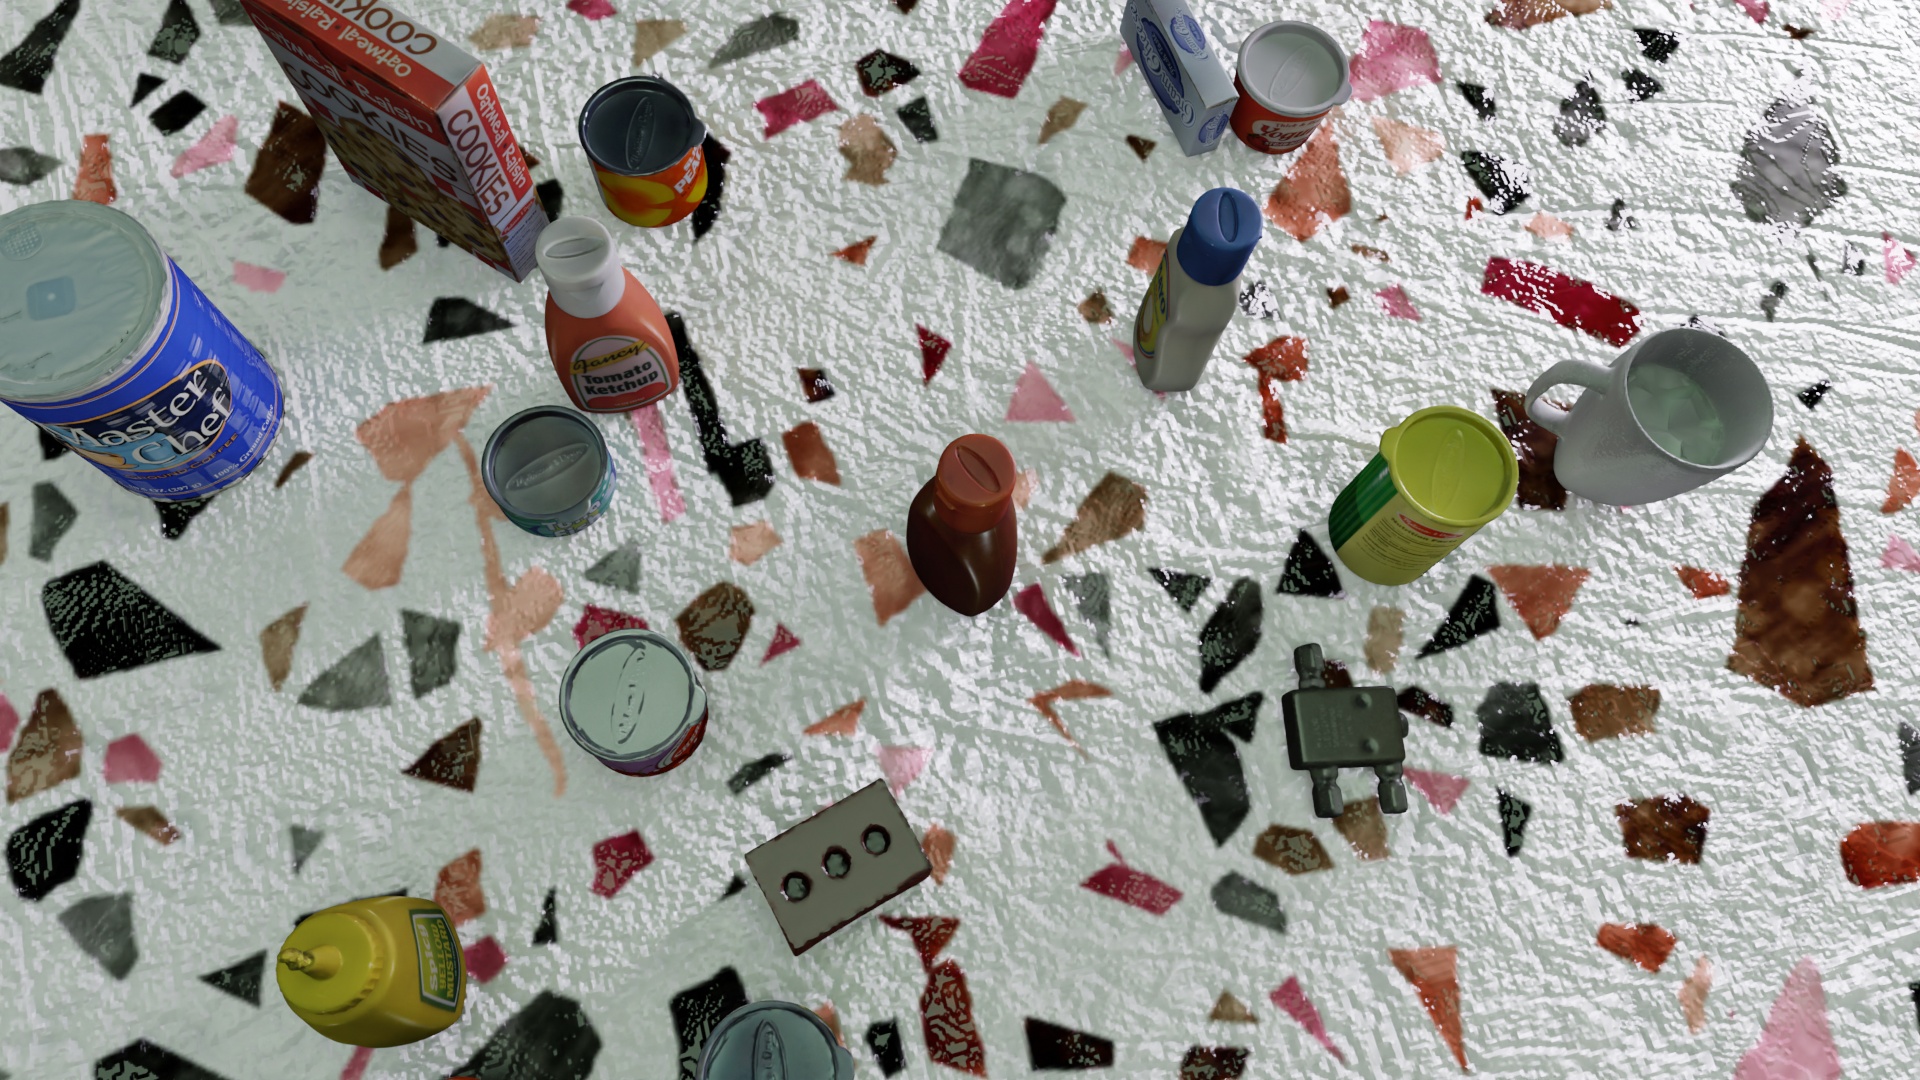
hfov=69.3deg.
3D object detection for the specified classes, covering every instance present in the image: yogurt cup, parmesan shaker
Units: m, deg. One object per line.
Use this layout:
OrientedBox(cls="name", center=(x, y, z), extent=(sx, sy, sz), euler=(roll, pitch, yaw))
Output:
OrientedBox(cls="yogurt cup", center=(0.197, -0.274, 0.851), extent=(0.072, 0.053, 0.072), euler=(1, 71, -4))
OrientedBox(cls="parmesan shaker", center=(0.241, -0.023, 0.741), extent=(0.071, 0.102, 0.071), euler=(1, 71, -4))

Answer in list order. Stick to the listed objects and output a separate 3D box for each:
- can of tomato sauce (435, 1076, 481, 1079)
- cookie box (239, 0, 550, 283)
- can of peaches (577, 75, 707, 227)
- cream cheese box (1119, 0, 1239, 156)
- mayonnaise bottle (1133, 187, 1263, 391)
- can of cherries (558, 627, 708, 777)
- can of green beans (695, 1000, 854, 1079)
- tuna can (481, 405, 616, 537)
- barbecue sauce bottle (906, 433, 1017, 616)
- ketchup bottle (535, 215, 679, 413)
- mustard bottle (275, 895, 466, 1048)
OrientedBox(cls="can of tomato sauce", center=(-0.235, 0.276, 0.616), extent=(0.071, 0.083, 0.071), euler=(1, 71, -4))
OrientedBox(cls="cookie box", center=(-0.292, -0.219, 0.737), extent=(0.123, 0.167, 0.040), euler=(32, 72, 7))
OrientedBox(cls="can of peaches", center=(-0.180, -0.223, 0.804), extent=(0.071, 0.058, 0.071), euler=(1, 71, -4))
OrientedBox(cls="cream cheese box", center=(0.133, -0.293, 0.853), extent=(0.024, 0.053, 0.104), euler=(-21, 74, -10))
OrientedBox(cls="mayonnaise bottle", center=(0.126, -0.136, 0.748), extent=(0.041, 0.147, 0.065), euler=(1, 72, -4))
OrientedBox(cls="can of cherries", center=(-0.160, 0.084, 0.700), extent=(0.071, 0.058, 0.071), euler=(1, 71, -4))
OrientedBox(cls="can of green beans", center=(-0.087, 0.250, 0.649), extent=(0.071, 0.057, 0.071), euler=(1, 71, -4))
OrientedBox(cls="tuna can", center=(-0.220, -0.035, 0.750), extent=(0.071, 0.032, 0.071), euler=(1, 71, -4))
OrientedBox(cls="barbecue sauce bottle", center=(0.002, -0.009, 0.696), extent=(0.044, 0.148, 0.065), euler=(-37, 78, -14))
OrientedBox(cls="ketchup bottle", center=(-0.186, -0.115, 0.719), extent=(0.065, 0.148, 0.043), euler=(-15, 73, -9))
OrientedBox(cls="mustard bottle", center=(-0.258, 0.187, 0.604), extent=(0.049, 0.159, 0.065), euler=(-14, 73, -8))
